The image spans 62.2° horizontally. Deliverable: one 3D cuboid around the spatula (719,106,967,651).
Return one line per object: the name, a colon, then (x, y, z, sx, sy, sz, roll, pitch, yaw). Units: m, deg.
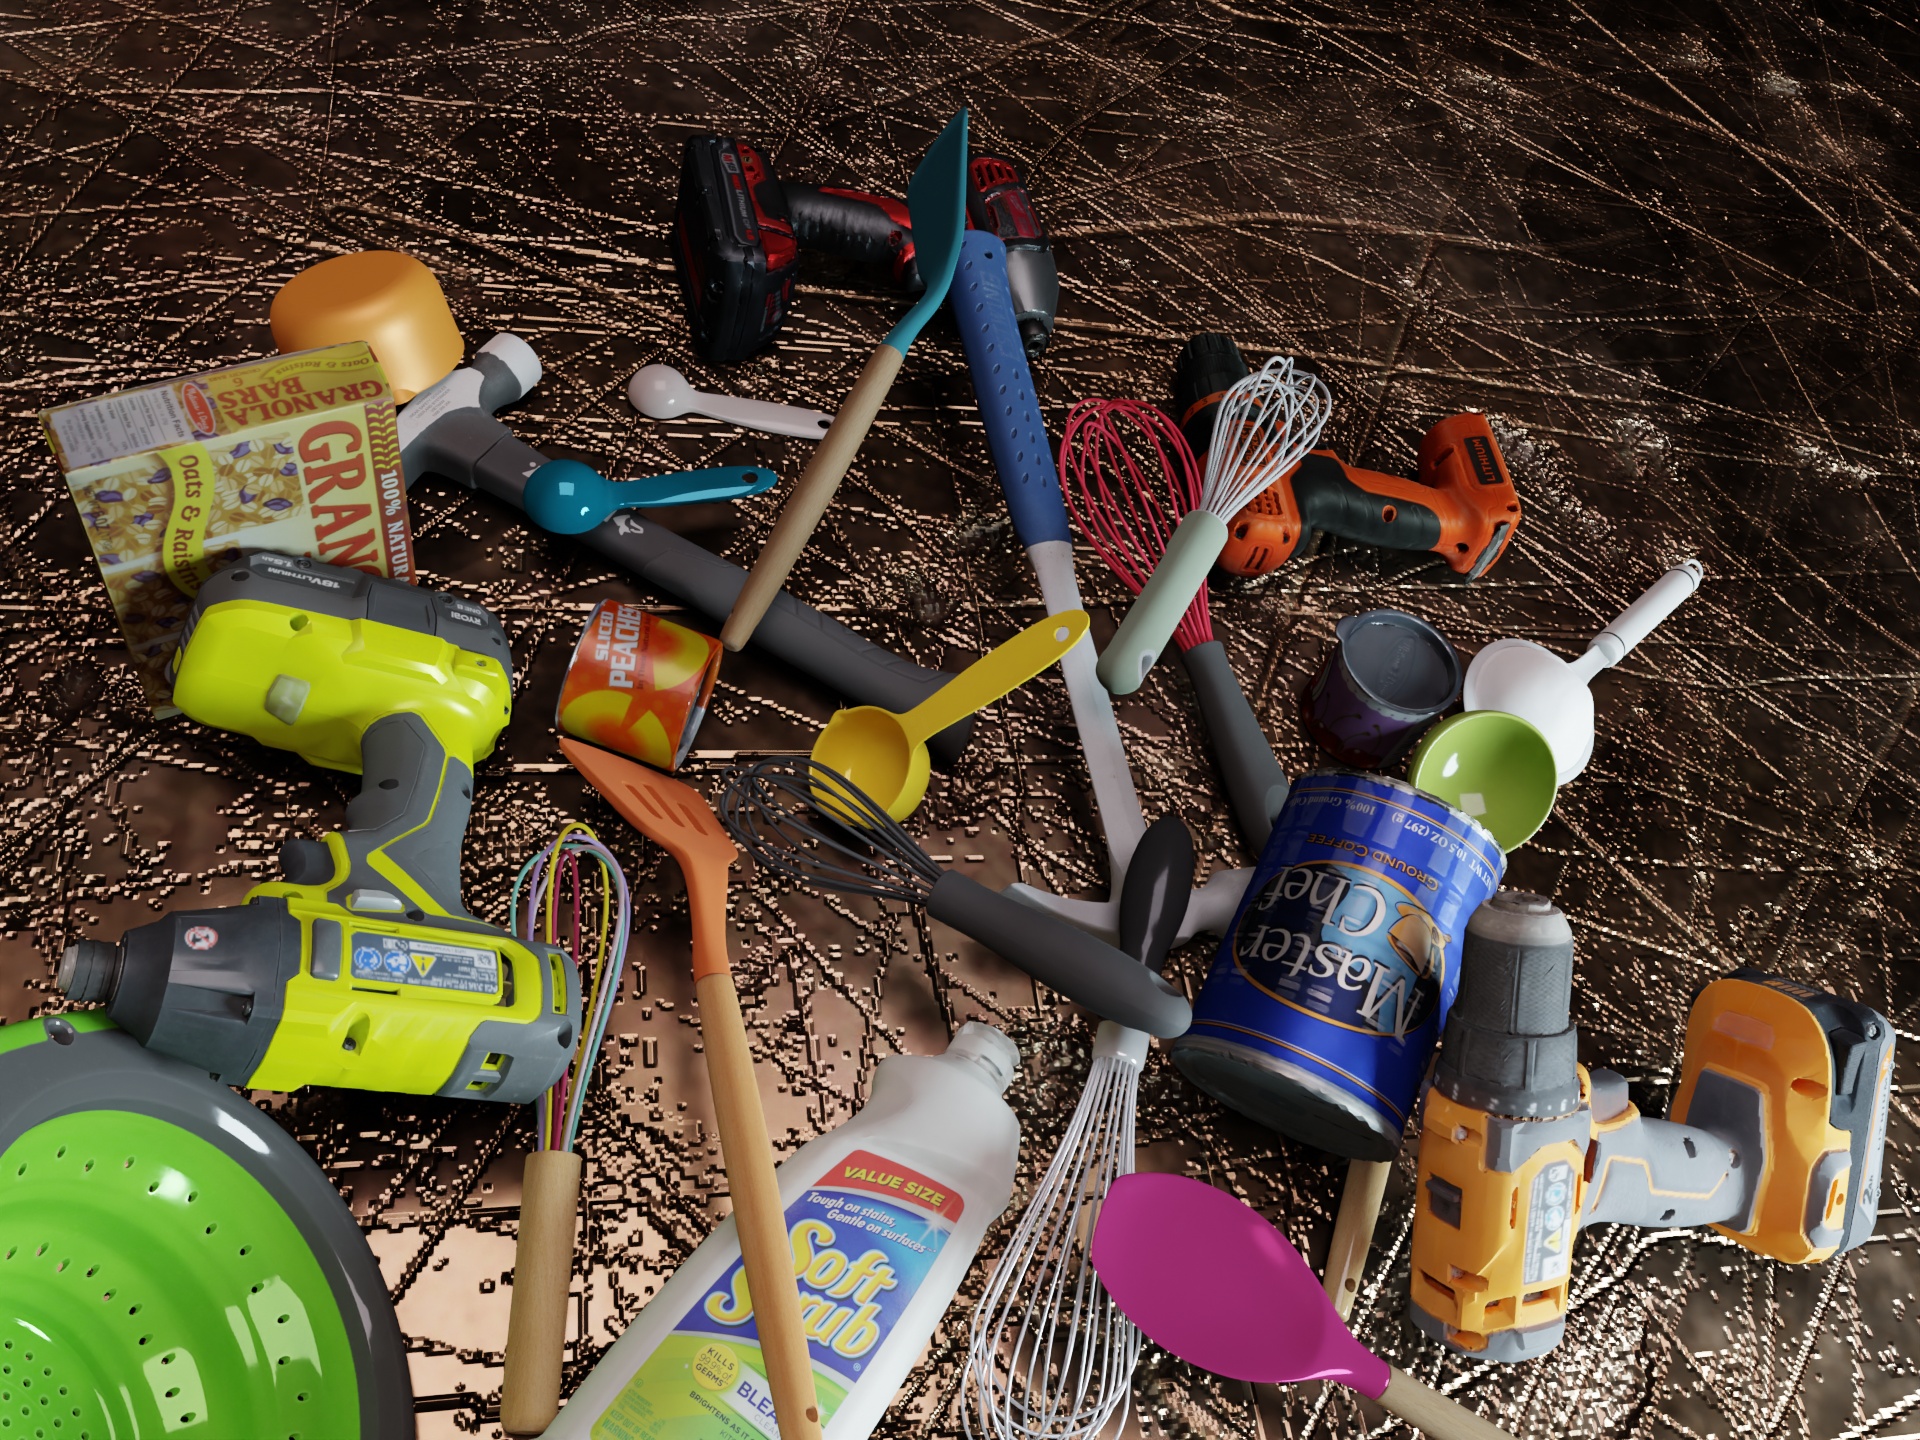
spatula: (-0.057, -0.173, 0.813, 0.044, 0.082, 0.318, 31, 67, -15)

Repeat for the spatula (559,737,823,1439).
spatula: (-0.099, 0.129, 0.627, 0.081, 0.041, 0.323, 26, 34, -44)

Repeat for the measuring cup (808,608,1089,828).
measuring cup: (-0.001, -0.002, 0.739, 0.156, 0.029, 0.062, -33, 62, 15)

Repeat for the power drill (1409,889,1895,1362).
power drill: (0.290, 0.157, 0.675, 0.226, 0.084, 0.185, -3, 99, -25)

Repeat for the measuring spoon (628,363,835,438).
measuring spoon: (-0.121, -0.177, 0.882, 0.124, 0.018, 0.034, 10, 55, -9)

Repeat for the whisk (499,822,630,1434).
whisk: (-0.165, 0.153, 0.640, 0.051, 0.047, 0.245, 6, 60, -13)

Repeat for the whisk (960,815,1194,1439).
whisk: (0.058, 0.166, 0.660, 0.070, 0.070, 0.285, 18, 63, -3)

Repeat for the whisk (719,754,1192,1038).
whisk: (-0.008, 0.074, 0.682, 0.239, 0.055, 0.055, 26, 53, 23)

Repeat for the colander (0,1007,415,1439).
colander: (-0.238, 0.289, 0.499, 0.094, 0.204, 0.397, -30, 83, 7)

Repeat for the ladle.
ladle: (0.221, 0.127, 0.752, 0.078, 0.062, 0.320, 33, 57, -12)

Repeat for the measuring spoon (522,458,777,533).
measuring spoon: (-0.152, -0.120, 0.792, 0.128, 0.021, 0.042, -10, 60, -20)

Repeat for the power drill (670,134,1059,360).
power drill: (-0.049, -0.270, 0.931, 0.219, 0.078, 0.143, -5, 59, -21)

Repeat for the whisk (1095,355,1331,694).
whisk: (0.128, -0.104, 0.815, 0.059, 0.057, 0.246, 17, 55, 25)

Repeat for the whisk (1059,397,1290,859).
whisk: (0.122, -0.053, 0.845, 0.073, 0.073, 0.296, -10, 67, -21)

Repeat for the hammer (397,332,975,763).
hammer: (-0.140, -0.072, 0.799, 0.335, 0.035, 0.146, 30, 54, 5)

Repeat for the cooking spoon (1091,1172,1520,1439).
cooking spoon: (0.185, 0.273, 0.628, 0.319, 0.017, 0.069, 32, 51, -8)

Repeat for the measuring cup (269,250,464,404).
measuring cup: (-0.341, -0.186, 0.798, 0.173, 0.052, 0.095, -24, 43, -18)

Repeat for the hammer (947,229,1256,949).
hammer: (0.042, -0.078, 0.807, 0.144, 0.035, 0.406, -2, 66, -26)

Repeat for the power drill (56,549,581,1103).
power drill: (-0.246, 0.040, 0.622, 0.171, 0.080, 0.223, 15, 38, -33)

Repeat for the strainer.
strainer: (0.366, -0.039, 0.909, 0.258, 0.050, 0.087, -33, 86, -34)
